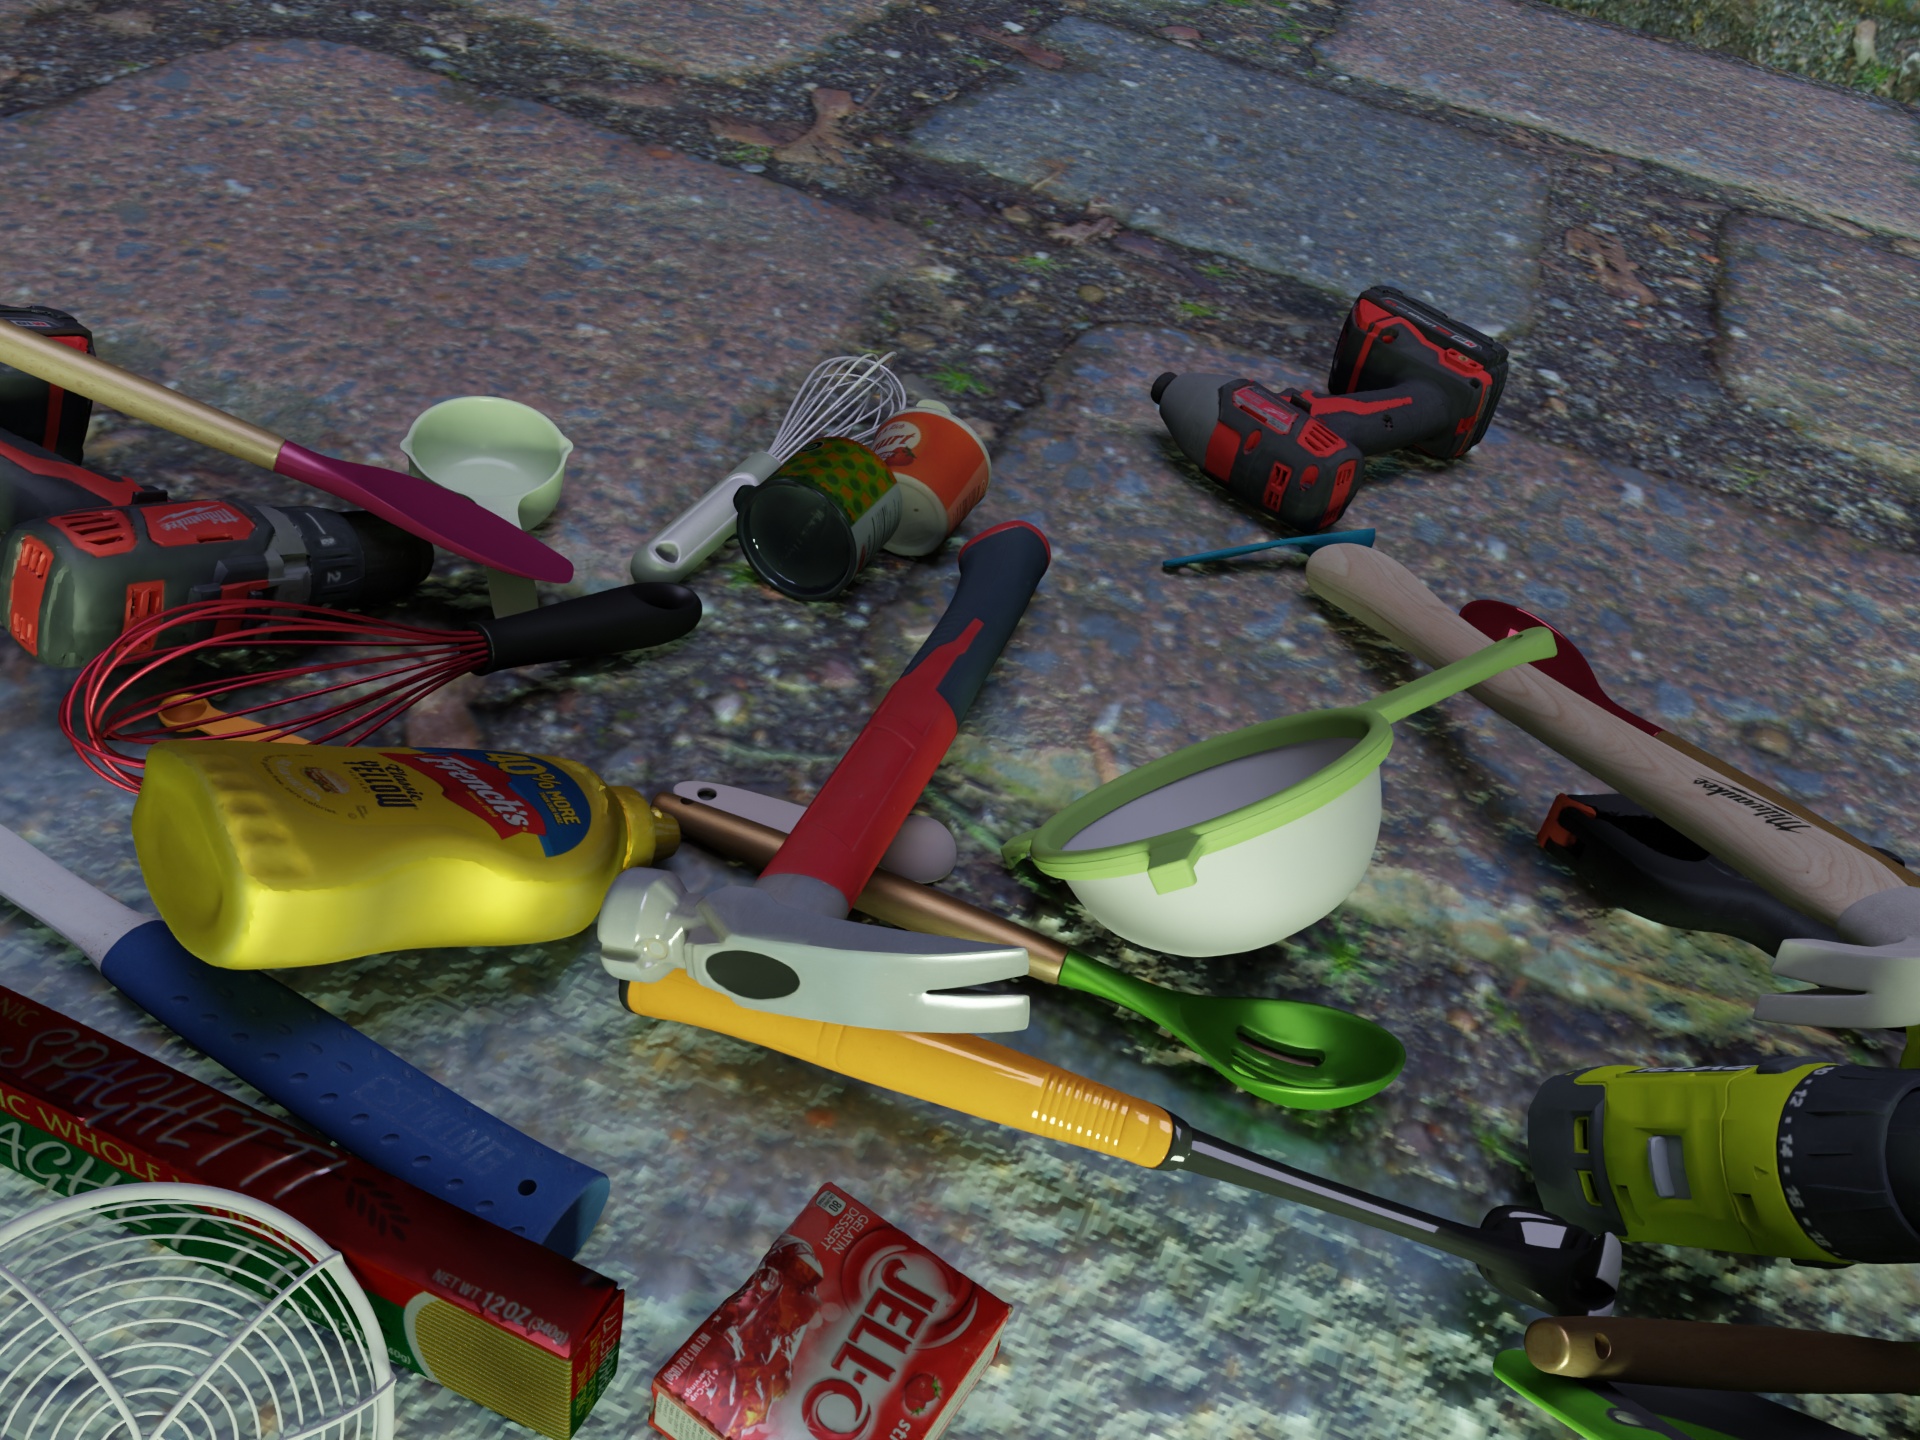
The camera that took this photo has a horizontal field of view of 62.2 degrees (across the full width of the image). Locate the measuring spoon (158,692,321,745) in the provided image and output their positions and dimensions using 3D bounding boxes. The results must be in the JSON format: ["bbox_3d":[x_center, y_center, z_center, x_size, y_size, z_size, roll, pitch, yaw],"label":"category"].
[{"bbox_3d":[-0.274,0.017,0.649,0.117,0.011,0.021,22,40,6],"label":"measuring spoon"}]

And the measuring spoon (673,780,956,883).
[{"bbox_3d":[-0.061,0.040,0.669,0.124,0.018,0.034,14,39,3],"label":"measuring spoon"}]

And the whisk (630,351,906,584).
[{"bbox_3d":[-0.099,-0.138,0.855,0.058,0.059,0.246,40,46,-2],"label":"whisk"}]

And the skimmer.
[{"bbox_3d":[-0.327,0.148,0.454,0.363,0.090,0.127,17,58,22],"label":"skimmer"}]

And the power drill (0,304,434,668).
[{"bbox_3d":[-0.367,-0.103,0.702,0.227,0.080,0.188,32,25,21],"label":"power drill"}]

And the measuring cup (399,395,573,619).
[{"bbox_3d":[-0.225,-0.090,0.775,0.083,0.038,0.168,-5,54,-22],"label":"measuring cup"}]

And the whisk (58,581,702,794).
[{"bbox_3d":[-0.216,-0.027,0.654,0.073,0.073,0.296,35,30,25],"label":"whisk"}]

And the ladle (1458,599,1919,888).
[{"bbox_3d":[0.355,0.022,0.759,0.069,0.031,0.316,-11,34,-27],"label":"ladle"}]

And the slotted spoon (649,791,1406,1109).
[{"bbox_3d":[0.017,0.087,0.628,0.314,0.031,0.070,20,22,12],"label":"slotted spoon"}]

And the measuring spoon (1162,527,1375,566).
[{"bbox_3d":[0.174,-0.090,0.895,0.128,0.021,0.042,-10,6,-14],"label":"measuring spoon"}]

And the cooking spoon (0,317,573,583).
[{"bbox_3d":[-0.319,-0.125,0.685,0.318,0.017,0.069,23,17,-18],"label":"cooking spoon"}]

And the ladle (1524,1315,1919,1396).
[{"bbox_3d":[0.276,0.188,0.466,0.320,0.062,0.078,18,59,-33],"label":"ladle"}]

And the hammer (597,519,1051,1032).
[{"bbox_3d":[-0.001,-0.002,0.667,0.143,0.038,0.386,6,28,14],"label":"hammer"}]

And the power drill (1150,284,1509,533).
[{"bbox_3d":[0.229,-0.198,0.997,0.219,0.078,0.143,-27,53,-35],"label":"power drill"}]

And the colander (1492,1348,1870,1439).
[{"bbox_3d":[0.315,0.278,0.426,0.397,0.094,0.204,22,-6,-16],"label":"colander"}]

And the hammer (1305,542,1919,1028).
[{"bbox_3d":[0.268,0.003,0.711,0.146,0.038,0.411,-3,26,-22],"label":"hammer"}]

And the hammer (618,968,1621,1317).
[{"bbox_3d":[0.037,0.129,0.521,0.337,0.127,0.034,15,80,16],"label":"hammer"}]

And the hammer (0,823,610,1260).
[{"bbox_3d":[-0.292,0.070,0.556,0.406,0.035,0.144,26,41,16],"label":"hammer"}]

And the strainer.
[{"bbox_3d":[0.153,0.033,0.653,0.256,0.069,0.151,-23,7,-20],"label":"strainer"}]

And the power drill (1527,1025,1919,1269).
[{"bbox_3d":[0.340,0.140,0.538,0.228,0.190,0.080,0,78,-23],"label":"power drill"}]
